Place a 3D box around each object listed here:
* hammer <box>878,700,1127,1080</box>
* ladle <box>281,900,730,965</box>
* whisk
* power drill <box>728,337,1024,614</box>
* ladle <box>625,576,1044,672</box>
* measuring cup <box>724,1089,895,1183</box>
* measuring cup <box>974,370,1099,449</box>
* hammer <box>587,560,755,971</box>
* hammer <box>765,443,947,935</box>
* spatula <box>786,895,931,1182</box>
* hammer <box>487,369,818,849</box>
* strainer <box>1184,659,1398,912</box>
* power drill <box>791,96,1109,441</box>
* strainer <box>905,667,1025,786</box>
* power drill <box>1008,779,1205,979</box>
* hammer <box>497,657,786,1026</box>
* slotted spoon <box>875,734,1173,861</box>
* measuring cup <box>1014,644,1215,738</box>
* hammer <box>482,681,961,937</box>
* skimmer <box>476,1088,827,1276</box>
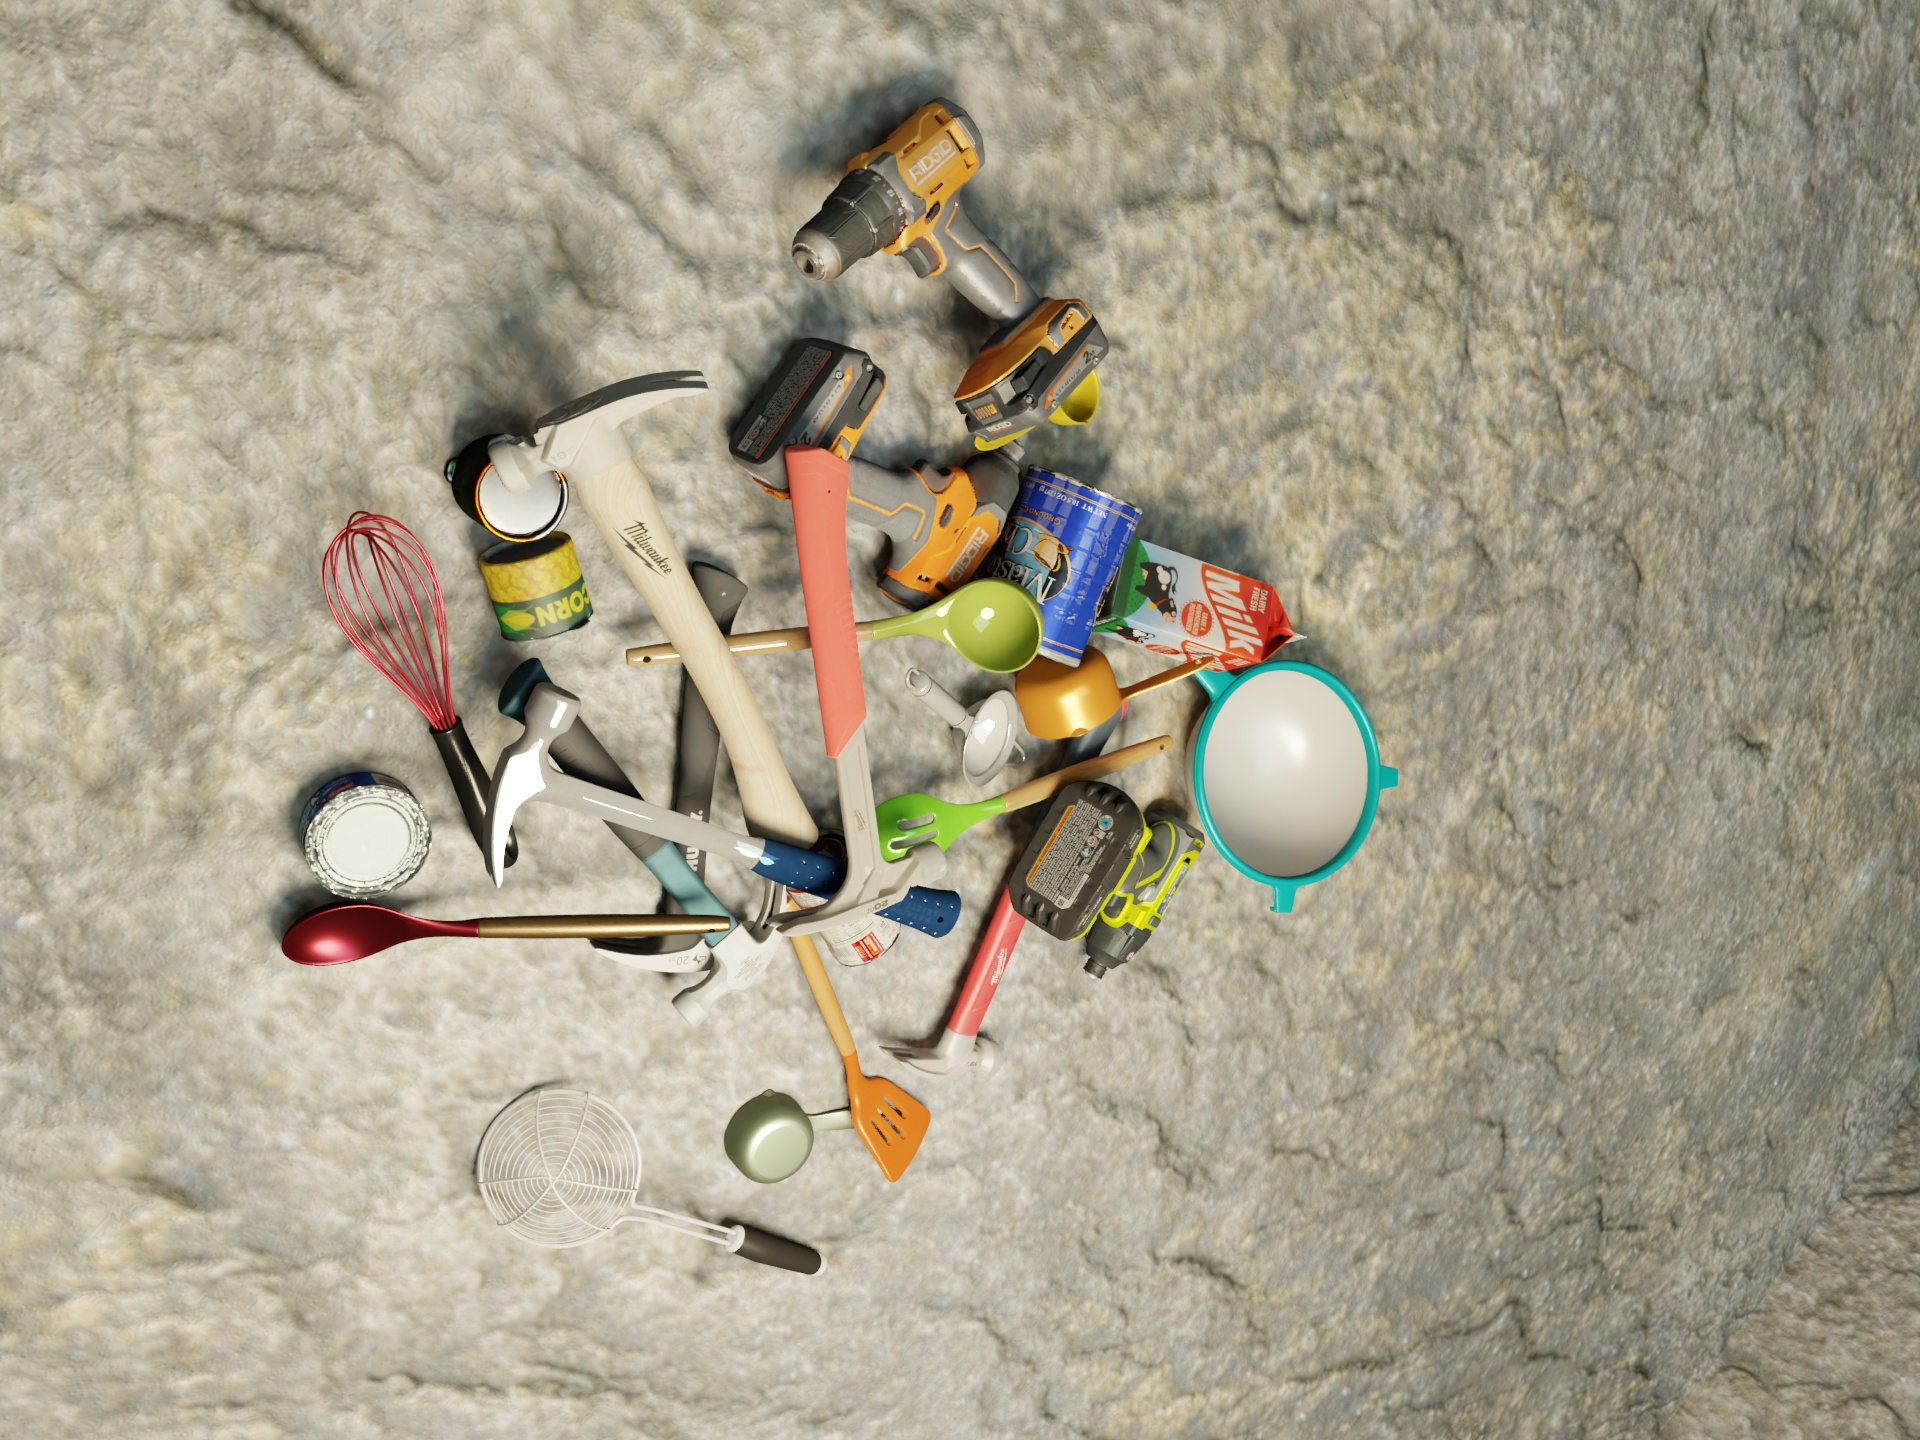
[{"bbox_3d":[0.050,0.142,1.427,0.143,0.038,0.386,18,96,-49],"label":"hammer"},{"bbox_3d":[-0.327,0.152,1.166,0.315,0.031,0.069,1,139,-15],"label":"ladle"},{"bbox_3d":[-0.368,-0.012,1.111,0.073,0.073,0.295,-28,126,-21],"label":"whisk"},{"bbox_3d":[-0.050,-0.195,1.228,0.226,0.084,0.164,37,86,-40],"label":"power drill"},{"bbox_3d":[-0.090,-0.060,1.205,0.320,0.062,0.078,-7,119,-17],"label":"ladle"},{"bbox_3d":[-0.126,0.368,1.414,0.167,0.038,0.083,-1,108,-30],"label":"measuring cup"},{"bbox_3d":[0.054,-0.248,1.276,0.156,0.029,0.062,-35,115,-38],"label":"measuring cup"},{"bbox_3d":[-0.211,0.041,1.241,0.146,0.035,0.334,-2,109,-32],"label":"hammer"},{"bbox_3d":[-0.096,-0.021,1.166,0.149,0.037,0.359,-18,113,-29],"label":"hammer"},{"bbox_3d":[-0.096,0.271,1.377,0.081,0.041,0.322,-55,140,-41],"label":"spatula"},{"bbox_3d":[-0.178,-0.056,1.144,0.146,0.038,0.410,-23,129,-2],"label":"hammer"},{"bbox_3d":[0.248,0.003,1.493,0.211,0.095,0.340,-45,105,-20],"label":"strainer"},{"bbox_3d":[-0.009,-0.315,1.163,0.226,0.084,0.185,53,58,-21],"label":"power drill"},{"bbox_3d":[-0.002,-0.004,1.302,0.087,0.050,0.258,-67,158,-7],"label":"strainer"},{"bbox_3d":[0.134,0.148,1.434,0.171,0.080,0.223,-59,151,-1],"label":"power drill"},{"bbox_3d":[-0.240,0.087,1.197,0.128,0.033,0.330,-40,125,-14],"label":"hammer"},{"bbox_3d":[0.057,0.062,1.368,0.313,0.031,0.070,-18,112,-27],"label":"slotted spoon"},{"bbox_3d":[0.130,-0.043,1.366,0.173,0.095,0.052,-20,115,7],"label":"measuring cup"},{"bbox_3d":[-0.167,0.102,1.203,0.405,0.035,0.144,23,97,-35],"label":"hammer"},{"bbox_3d":[-0.248,0.415,1.363,0.127,0.090,0.362,-57,136,-5],"label":"skimmer"}]
